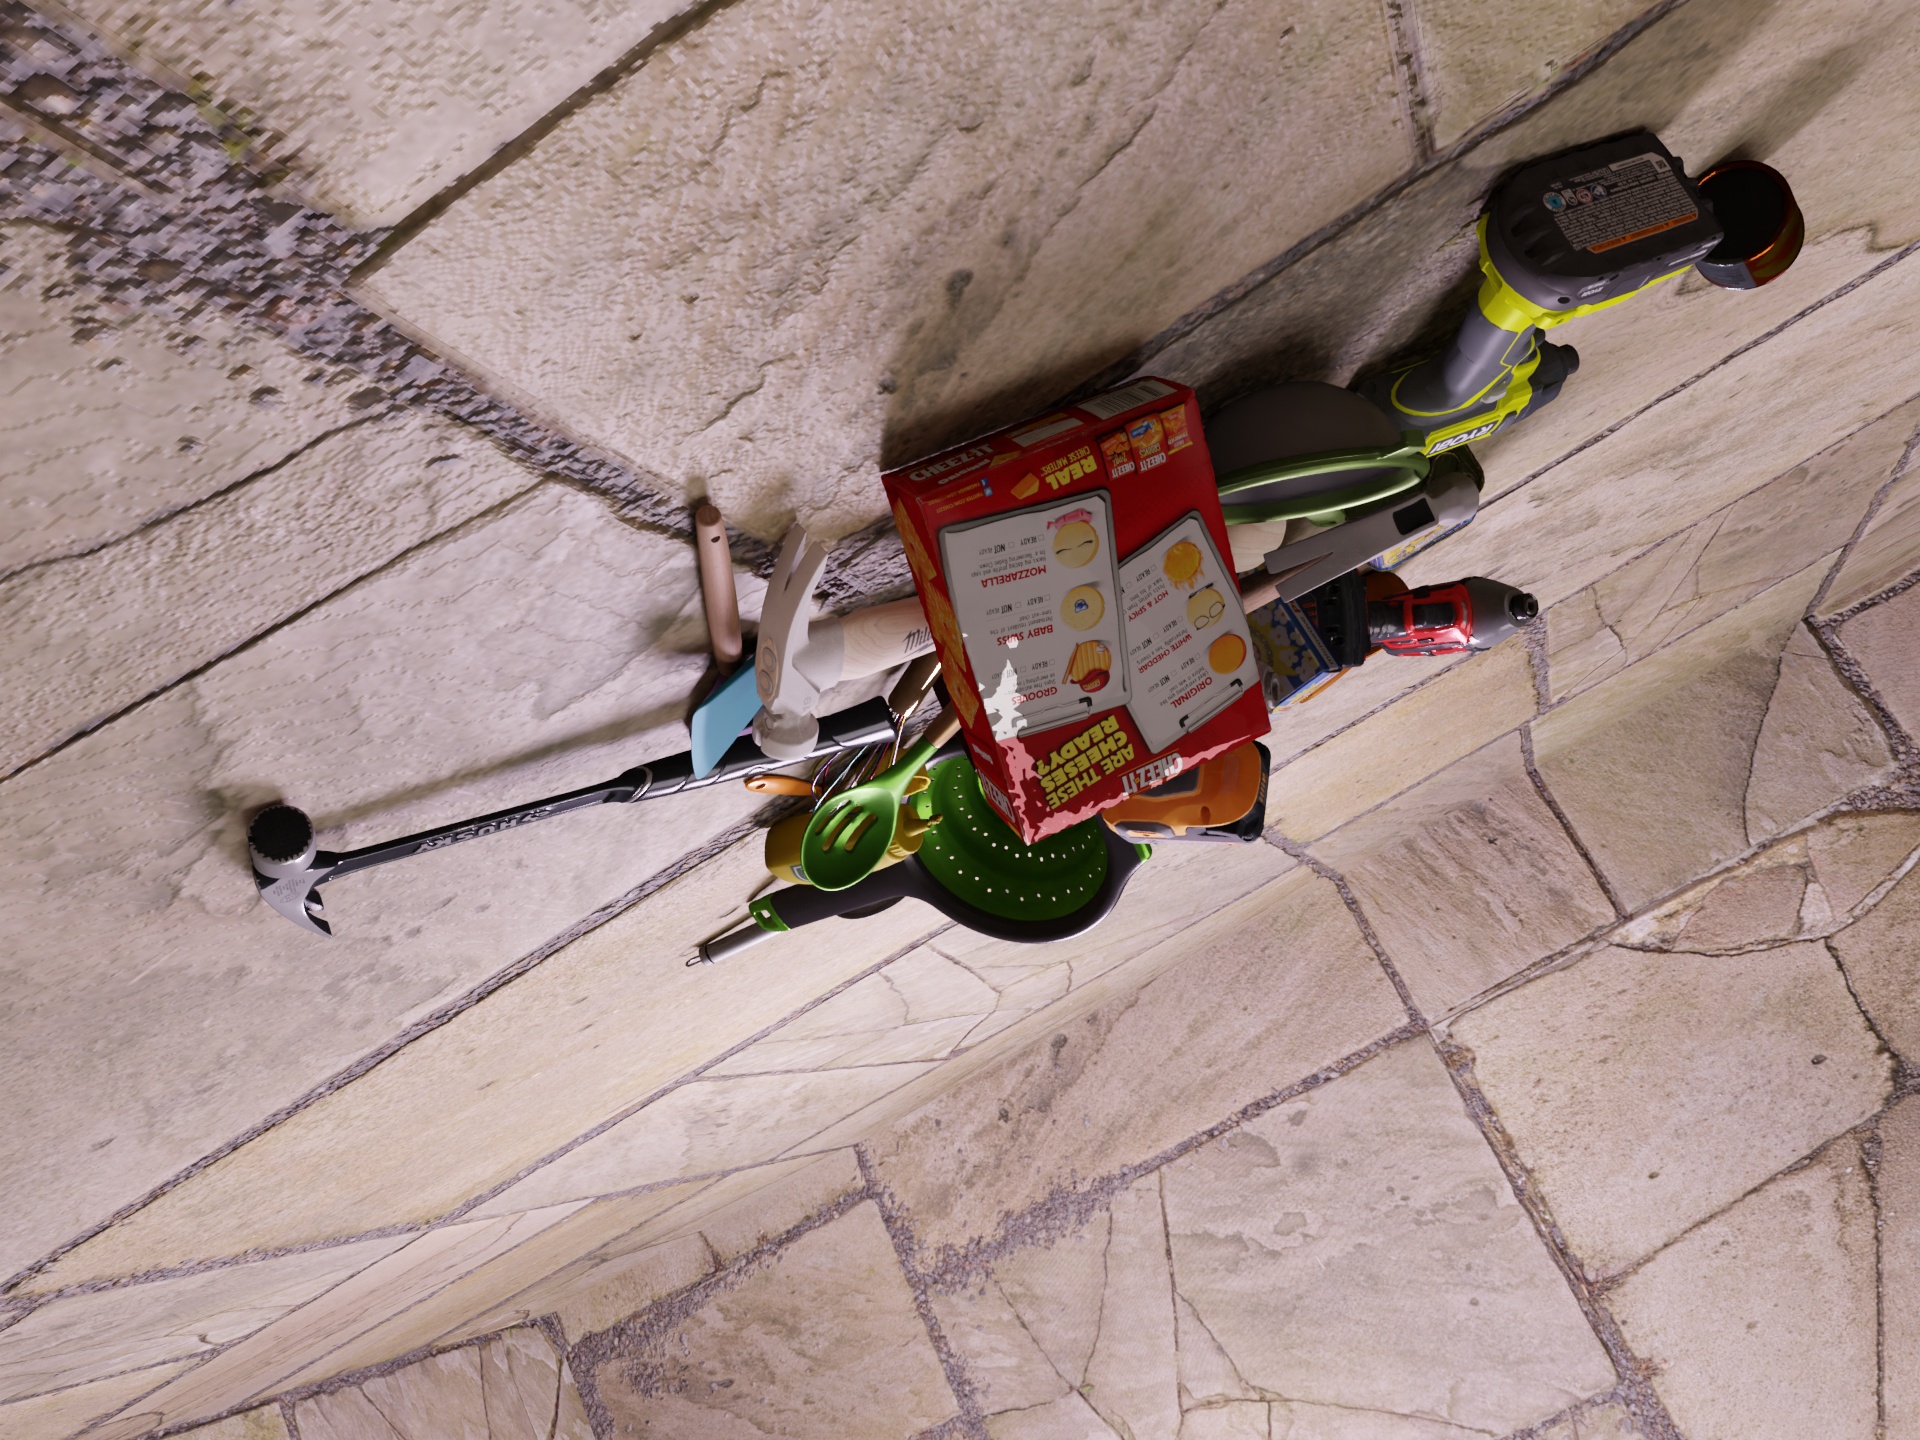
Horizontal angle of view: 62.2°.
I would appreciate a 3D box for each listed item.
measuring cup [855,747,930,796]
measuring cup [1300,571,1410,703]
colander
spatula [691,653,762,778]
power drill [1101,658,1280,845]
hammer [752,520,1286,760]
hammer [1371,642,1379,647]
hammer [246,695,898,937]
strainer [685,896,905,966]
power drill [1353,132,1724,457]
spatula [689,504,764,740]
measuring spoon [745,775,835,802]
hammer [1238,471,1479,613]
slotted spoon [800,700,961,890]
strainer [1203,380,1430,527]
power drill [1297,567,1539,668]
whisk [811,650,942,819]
[{"bbox_3d":[-0.083,0.058,1.269,0.062,0.029,0.156,0,161,-38],"label":"measuring cup"},{"bbox_3d":[0.347,-0.075,1.452,0.095,0.052,0.173,-16,160,-30],"label":"measuring cup"},{"bbox_3d":[-0.016,0.101,1.351,0.397,0.204,0.094,-20,-158,32],"label":"colander"},{"bbox_3d":[-0.030,-0.055,0.997,0.317,0.044,0.082,-22,154,-20],"label":"spatula"},{"bbox_3d":[0.147,0.014,1.083,0.185,0.084,0.226,-2,155,28],"label":"power drill"},{"bbox_3d":[0.057,-0.092,0.991,0.410,0.038,0.146,-19,139,-33],"label":"hammer"},{"bbox_3d":[0.242,-0.003,1.455,0.127,0.034,0.337,-25,171,-30],"label":"hammer"},{"bbox_3d":[-0.223,0.049,0.994,0.409,0.036,0.149,-15,160,-25],"label":"hammer"},{"bbox_3d":[-0.143,0.173,1.457,0.258,0.050,0.087,-25,-154,11],"label":"strainer"},{"bbox_3d":[0.348,-0.245,0.970,0.171,0.080,0.223,-21,164,-17],"label":"power drill"},{"bbox_3d":[-0.138,-0.041,0.927,0.060,0.018,0.315,-23,162,-14],"label":"spatula"},{"bbox_3d":[-0.127,0.054,1.204,0.021,0.011,0.116,-34,160,19],"label":"measuring spoon"},{"bbox_3d":[0.180,-0.078,1.055,0.130,0.031,0.331,-24,178,-34],"label":"hammer"},{"bbox_3d":[-0.002,-0.004,1.098,0.313,0.031,0.070,-47,127,11],"label":"slotted spoon"},{"bbox_3d":[0.217,-0.166,1.006,0.151,0.069,0.256,-9,178,18],"label":"strainer"},{"bbox_3d":[0.337,-0.080,1.247,0.219,0.078,0.143,-4,179,-32],"label":"power drill"},{"bbox_3d":[-0.054,-0.001,1.124,0.051,0.047,0.245,-12,152,-36],"label":"whisk"}]
